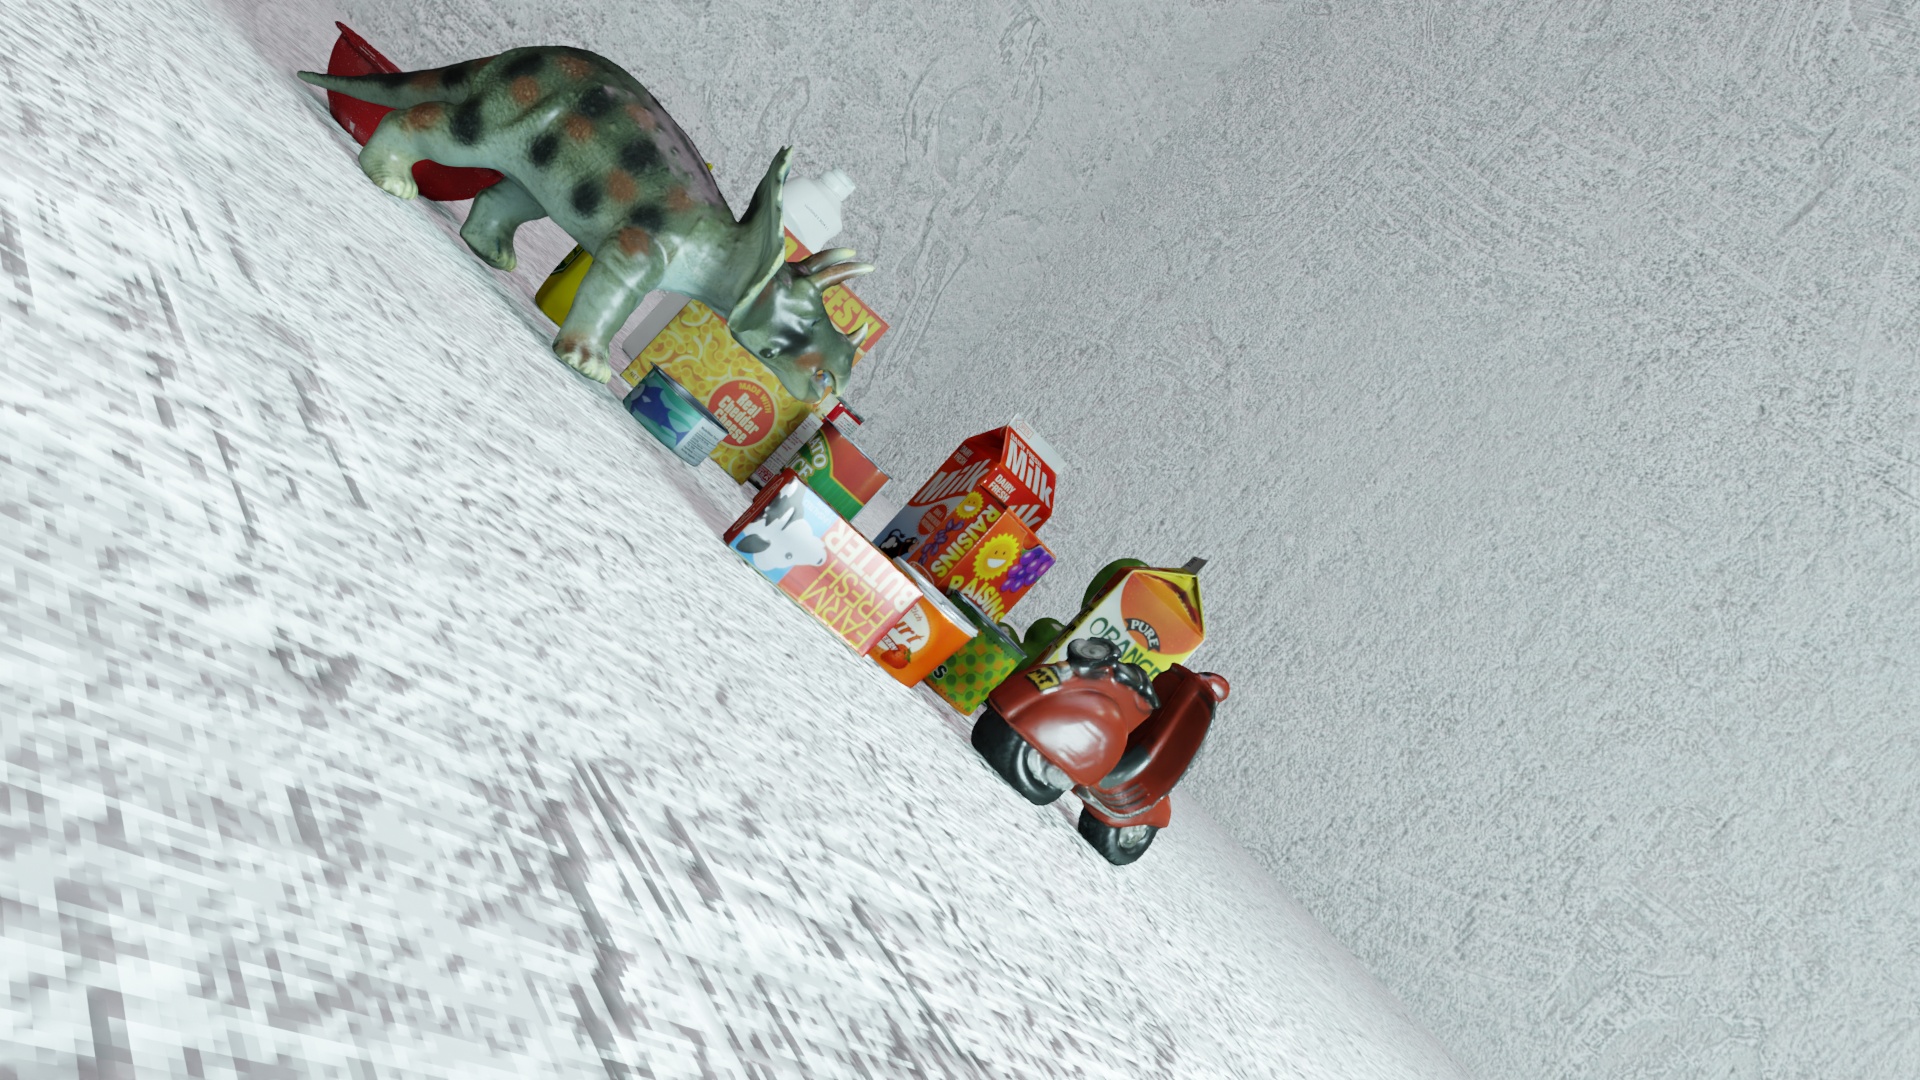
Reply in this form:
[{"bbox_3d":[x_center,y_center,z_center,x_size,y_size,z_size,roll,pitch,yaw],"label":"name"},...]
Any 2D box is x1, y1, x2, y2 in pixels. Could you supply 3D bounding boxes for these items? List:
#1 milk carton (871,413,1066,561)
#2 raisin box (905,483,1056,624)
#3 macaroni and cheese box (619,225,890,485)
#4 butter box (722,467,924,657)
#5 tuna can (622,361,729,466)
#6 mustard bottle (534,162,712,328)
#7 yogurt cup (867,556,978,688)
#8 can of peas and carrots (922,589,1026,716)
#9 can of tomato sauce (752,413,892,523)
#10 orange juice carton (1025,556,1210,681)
[{"bbox_3d":[0.004,-0.014,1.151,0.072,0.190,0.073,43,0,-32],"label":"milk carton"},{"bbox_3d":[0.000,0.031,0.984,0.040,0.123,0.086,43,0,39],"label":"raisin box"},{"bbox_3d":[-0.154,-0.144,1.056,0.123,0.166,0.040,43,0,-10],"label":"macaroni and cheese box"},{"bbox_3d":[-0.074,0.013,0.757,0.103,0.053,0.024,43,0,-23],"label":"butter box"},{"bbox_3d":[-0.189,-0.083,0.915,0.071,0.033,0.071,43,1,0],"label":"tuna can"},{"bbox_3d":[-0.239,-0.218,1.006,0.048,0.160,0.065,43,0,-25],"label":"mustard bottle"},{"bbox_3d":[-0.031,0.051,0.831,0.072,0.054,0.072,43,0,0],"label":"yogurt cup"},{"bbox_3d":[0.000,0.075,0.937,0.071,0.059,0.071,43,0,0],"label":"can of peas and carrots"},{"bbox_3d":[-0.103,-0.039,1.025,0.071,0.083,0.071,43,0,0],"label":"can of tomato sauce"},{"bbox_3d":[0.107,0.083,0.992,0.073,0.192,0.072,43,0,1],"label":"orange juice carton"}]
